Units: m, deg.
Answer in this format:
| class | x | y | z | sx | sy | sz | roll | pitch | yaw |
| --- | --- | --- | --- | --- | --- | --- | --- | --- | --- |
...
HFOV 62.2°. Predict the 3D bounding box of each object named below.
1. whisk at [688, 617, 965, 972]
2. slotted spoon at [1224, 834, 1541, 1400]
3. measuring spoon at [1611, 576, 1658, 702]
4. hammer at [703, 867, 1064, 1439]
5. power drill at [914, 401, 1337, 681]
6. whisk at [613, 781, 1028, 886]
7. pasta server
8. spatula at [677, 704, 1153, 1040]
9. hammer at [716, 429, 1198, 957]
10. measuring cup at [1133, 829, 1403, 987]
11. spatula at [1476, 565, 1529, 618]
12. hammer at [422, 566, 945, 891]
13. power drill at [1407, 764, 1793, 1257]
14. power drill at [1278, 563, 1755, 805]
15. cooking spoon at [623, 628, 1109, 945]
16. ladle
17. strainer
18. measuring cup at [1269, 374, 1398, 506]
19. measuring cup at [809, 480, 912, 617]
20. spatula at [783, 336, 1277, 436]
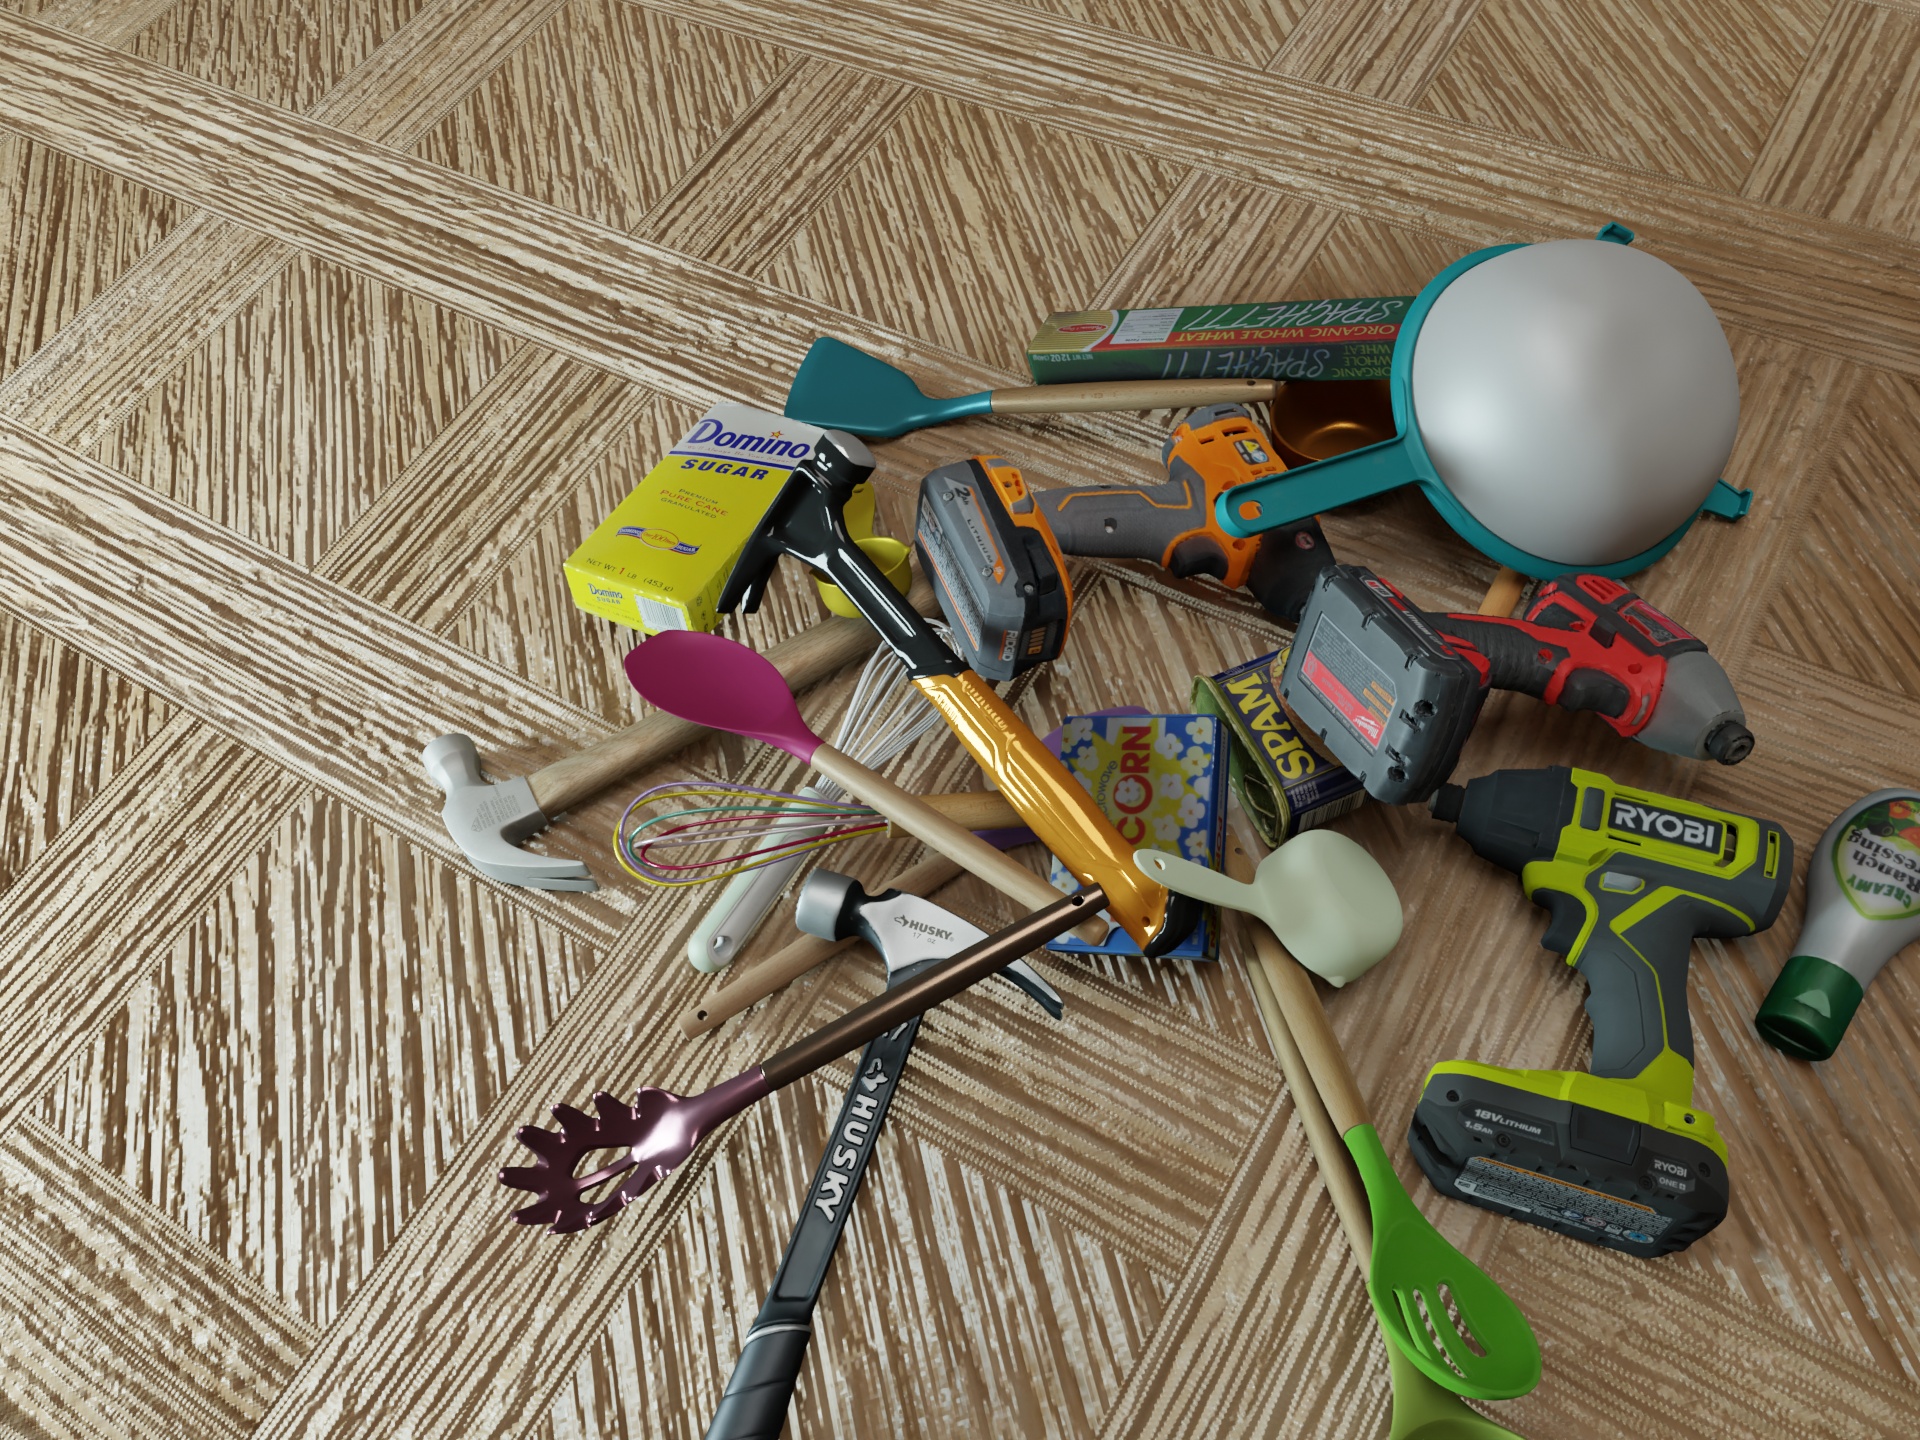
| class | x | y | z | sx | sy | sz | roll | pitch | yaw |
| --- | --- | --- | --- | --- | --- | --- | --- | --- | --- |
| whisk | -0.073 | 0.039 | 0.898 | 0.059 | 0.057 | 0.246 | 9 | 58 | 54 |
| slotted spoon | 0.180 | 0.173 | 0.752 | 0.070 | 0.031 | 0.314 | 5 | 41 | -22 |
| measuring spoon | 0.384 | -0.051 | 0.910 | 0.034 | 0.018 | 0.124 | -16 | 51 | -4 |
| hammer | -0.073 | 0.272 | 0.750 | 0.149 | 0.036 | 0.409 | 16 | 65 | 10 |
| power drill | 0.104 | -0.096 | 0.919 | 0.226 | 0.084 | 0.164 | -14 | 56 | -18 |
| whisk | -0.061 | 0.058 | 0.851 | 0.245 | 0.051 | 0.047 | -4 | 36 | -10 |
| pasta server | -0.071 | 0.156 | 0.759 | 0.316 | 0.040 | 0.060 | -29 | 61 | 1 |
| spatula | -0.017 | 0.083 | 0.877 | 0.316 | 0.018 | 0.060 | -32 | 69 | -13 |
| hammer | -0.001 | -0.003 | 0.842 | 0.337 | 0.034 | 0.127 | 48 | 116 | 23 |
| measuring cup | 0.155 | 0.079 | 0.781 | 0.038 | 0.167 | 0.083 | -44 | 43 | 33 |
| spatula | 0.330 | -0.095 | 0.926 | 0.081 | 0.041 | 0.323 | 34 | 68 | -2 |
| hammer | -0.146 | -0.006 | 0.943 | 0.331 | 0.031 | 0.130 | -28 | 58 | -10 |
| power drill | 0.299 | 0.127 | 0.774 | 0.171 | 0.080 | 0.223 | 14 | 58 | 15 |
| power drill | 0.289 | -0.020 | 0.811 | 0.219 | 0.078 | 0.143 | -3 | 35 | -24 |
| cooking spoon | -0.055 | 0.031 | 0.838 | 0.319 | 0.017 | 0.069 | 31 | 49 | 25 |
| ladle | 0.188 | 0.229 | 0.736 | 0.078 | 0.062 | 0.321 | -9 | 54 | -10 |
| strainer | 0.301 | -0.169 | 0.873 | 0.340 | 0.095 | 0.211 | -19 | 84 | -19 |
| measuring cup | 0.277 | -0.179 | 0.974 | 0.173 | 0.052 | 0.095 | -7 | 53 | 6 |
| measuring cup | -0.059 | -0.108 | 0.980 | 0.062 | 0.029 | 0.157 | -13 | 31 | 3 |
| spatula | 0.043 | -0.213 | 1.020 | 0.317 | 0.044 | 0.082 | 2 | 54 | 22 |
